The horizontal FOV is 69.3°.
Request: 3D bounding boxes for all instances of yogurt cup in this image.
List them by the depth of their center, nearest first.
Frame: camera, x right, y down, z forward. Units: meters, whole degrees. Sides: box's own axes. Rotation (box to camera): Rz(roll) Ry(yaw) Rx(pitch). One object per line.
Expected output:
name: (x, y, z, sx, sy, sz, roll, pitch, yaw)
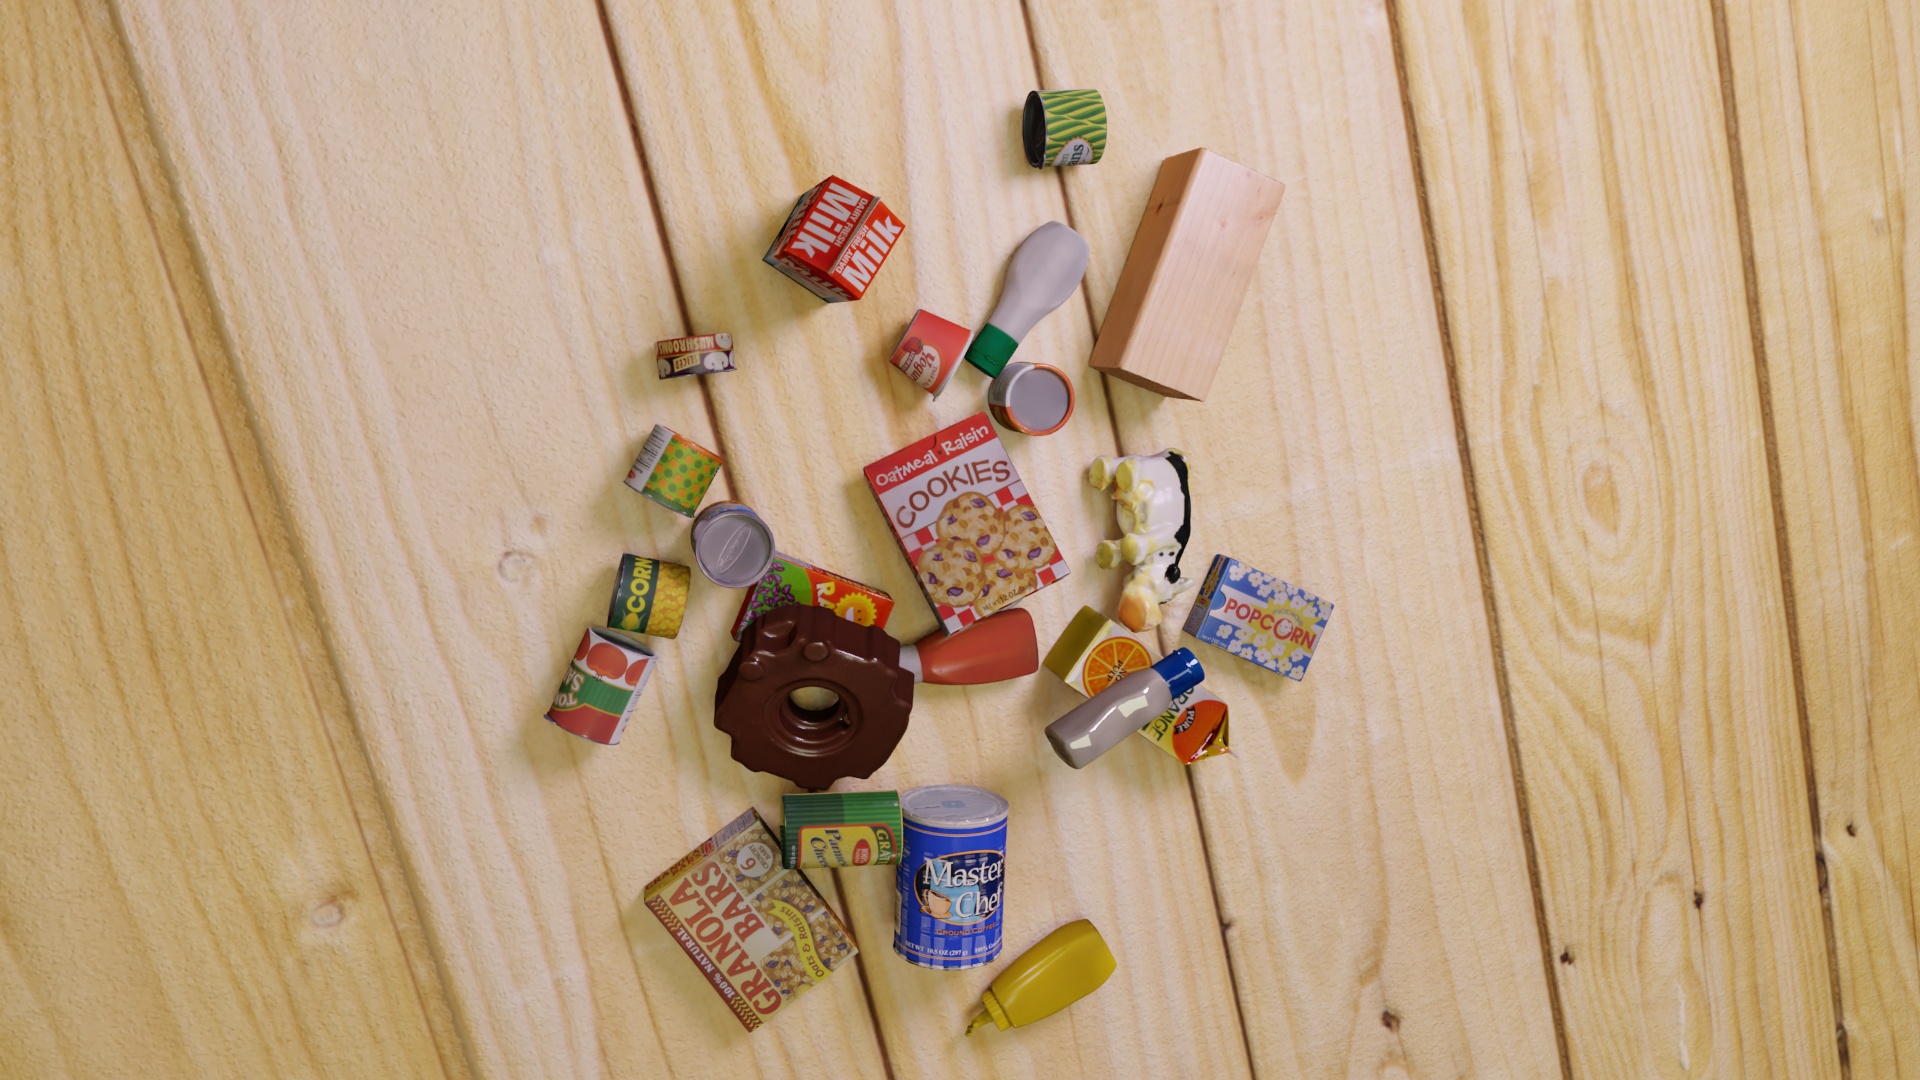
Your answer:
yogurt cup: (-0.027, -0.169, 1.229, 0.054, 0.072, 0.072, 30, 90, -9)

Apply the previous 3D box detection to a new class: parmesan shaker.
parmesan shaker: (-0.107, 0.259, 1.237, 0.103, 0.071, 0.071, -1, 98, -11)

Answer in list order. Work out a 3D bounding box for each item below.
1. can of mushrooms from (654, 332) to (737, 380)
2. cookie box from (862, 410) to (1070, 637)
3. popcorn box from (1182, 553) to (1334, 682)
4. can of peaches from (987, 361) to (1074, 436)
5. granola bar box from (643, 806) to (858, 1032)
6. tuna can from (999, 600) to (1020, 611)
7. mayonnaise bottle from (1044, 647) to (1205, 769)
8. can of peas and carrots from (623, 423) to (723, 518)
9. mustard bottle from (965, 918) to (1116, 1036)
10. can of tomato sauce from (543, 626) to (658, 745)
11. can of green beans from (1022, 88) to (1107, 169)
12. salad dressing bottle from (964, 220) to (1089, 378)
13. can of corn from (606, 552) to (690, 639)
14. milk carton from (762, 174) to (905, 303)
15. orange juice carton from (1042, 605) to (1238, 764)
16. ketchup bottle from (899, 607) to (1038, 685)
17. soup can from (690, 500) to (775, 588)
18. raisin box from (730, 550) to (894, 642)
can of mushrooms: (-0.225, -0.156, 1.175, 0.071, 0.071, 0.033, -8, 98, -13)
cookie box: (0.004, -0.016, 1.244, 0.123, 0.040, 0.167, -27, 84, -10)
popcorn box: (0.292, 0.076, 1.359, 0.127, 0.038, 0.085, 23, 93, -17)
can of peaches: (0.066, -0.128, 1.261, 0.071, 0.058, 0.071, -2, 98, -14)
granola bar box: (-0.190, 0.348, 1.271, 0.124, 0.039, 0.165, -36, 105, -7)
tuna can: (0.030, 0.029, 1.287, 0.071, 0.033, 0.071, -2, 99, -14)
mayonnaise bottle: (0.150, 0.149, 1.246, 0.148, 0.065, 0.041, -31, 103, -11)
can of peas and carrots: (-0.243, -0.059, 1.187, 0.071, 0.071, 0.058, 29, 90, -17)
mustard bottle: (0.071, 0.431, 1.345, 0.160, 0.049, 0.065, -29, 104, -8)
can of tomato sauce: (-0.309, 0.124, 1.194, 0.071, 0.071, 0.083, 25, 90, -17)
can of green beans: (0.092, -0.365, 1.230, 0.058, 0.071, 0.071, -6, 100, -14)
salad dressing bottle: (0.058, -0.216, 1.255, 0.064, 0.044, 0.147, 35, 89, -17)
can of corn: (-0.267, 0.047, 1.192, 0.058, 0.071, 0.071, 13, 95, -17)
milk carton: (-0.102, -0.243, 1.132, 0.073, 0.191, 0.072, 32, 90, -17)
orange juice carton: (0.181, 0.147, 1.322, 0.192, 0.072, 0.073, 35, 89, -16)
ketchup bottle: (-0.004, 0.106, 1.283, 0.149, 0.043, 0.064, -11, 102, -13)
soup can: (-0.200, 0.000, 1.196, 0.071, 0.084, 0.071, -2, 98, -14)
raisin box: (-0.133, 0.069, 1.247, 0.123, 0.040, 0.086, 21, 92, -15)
